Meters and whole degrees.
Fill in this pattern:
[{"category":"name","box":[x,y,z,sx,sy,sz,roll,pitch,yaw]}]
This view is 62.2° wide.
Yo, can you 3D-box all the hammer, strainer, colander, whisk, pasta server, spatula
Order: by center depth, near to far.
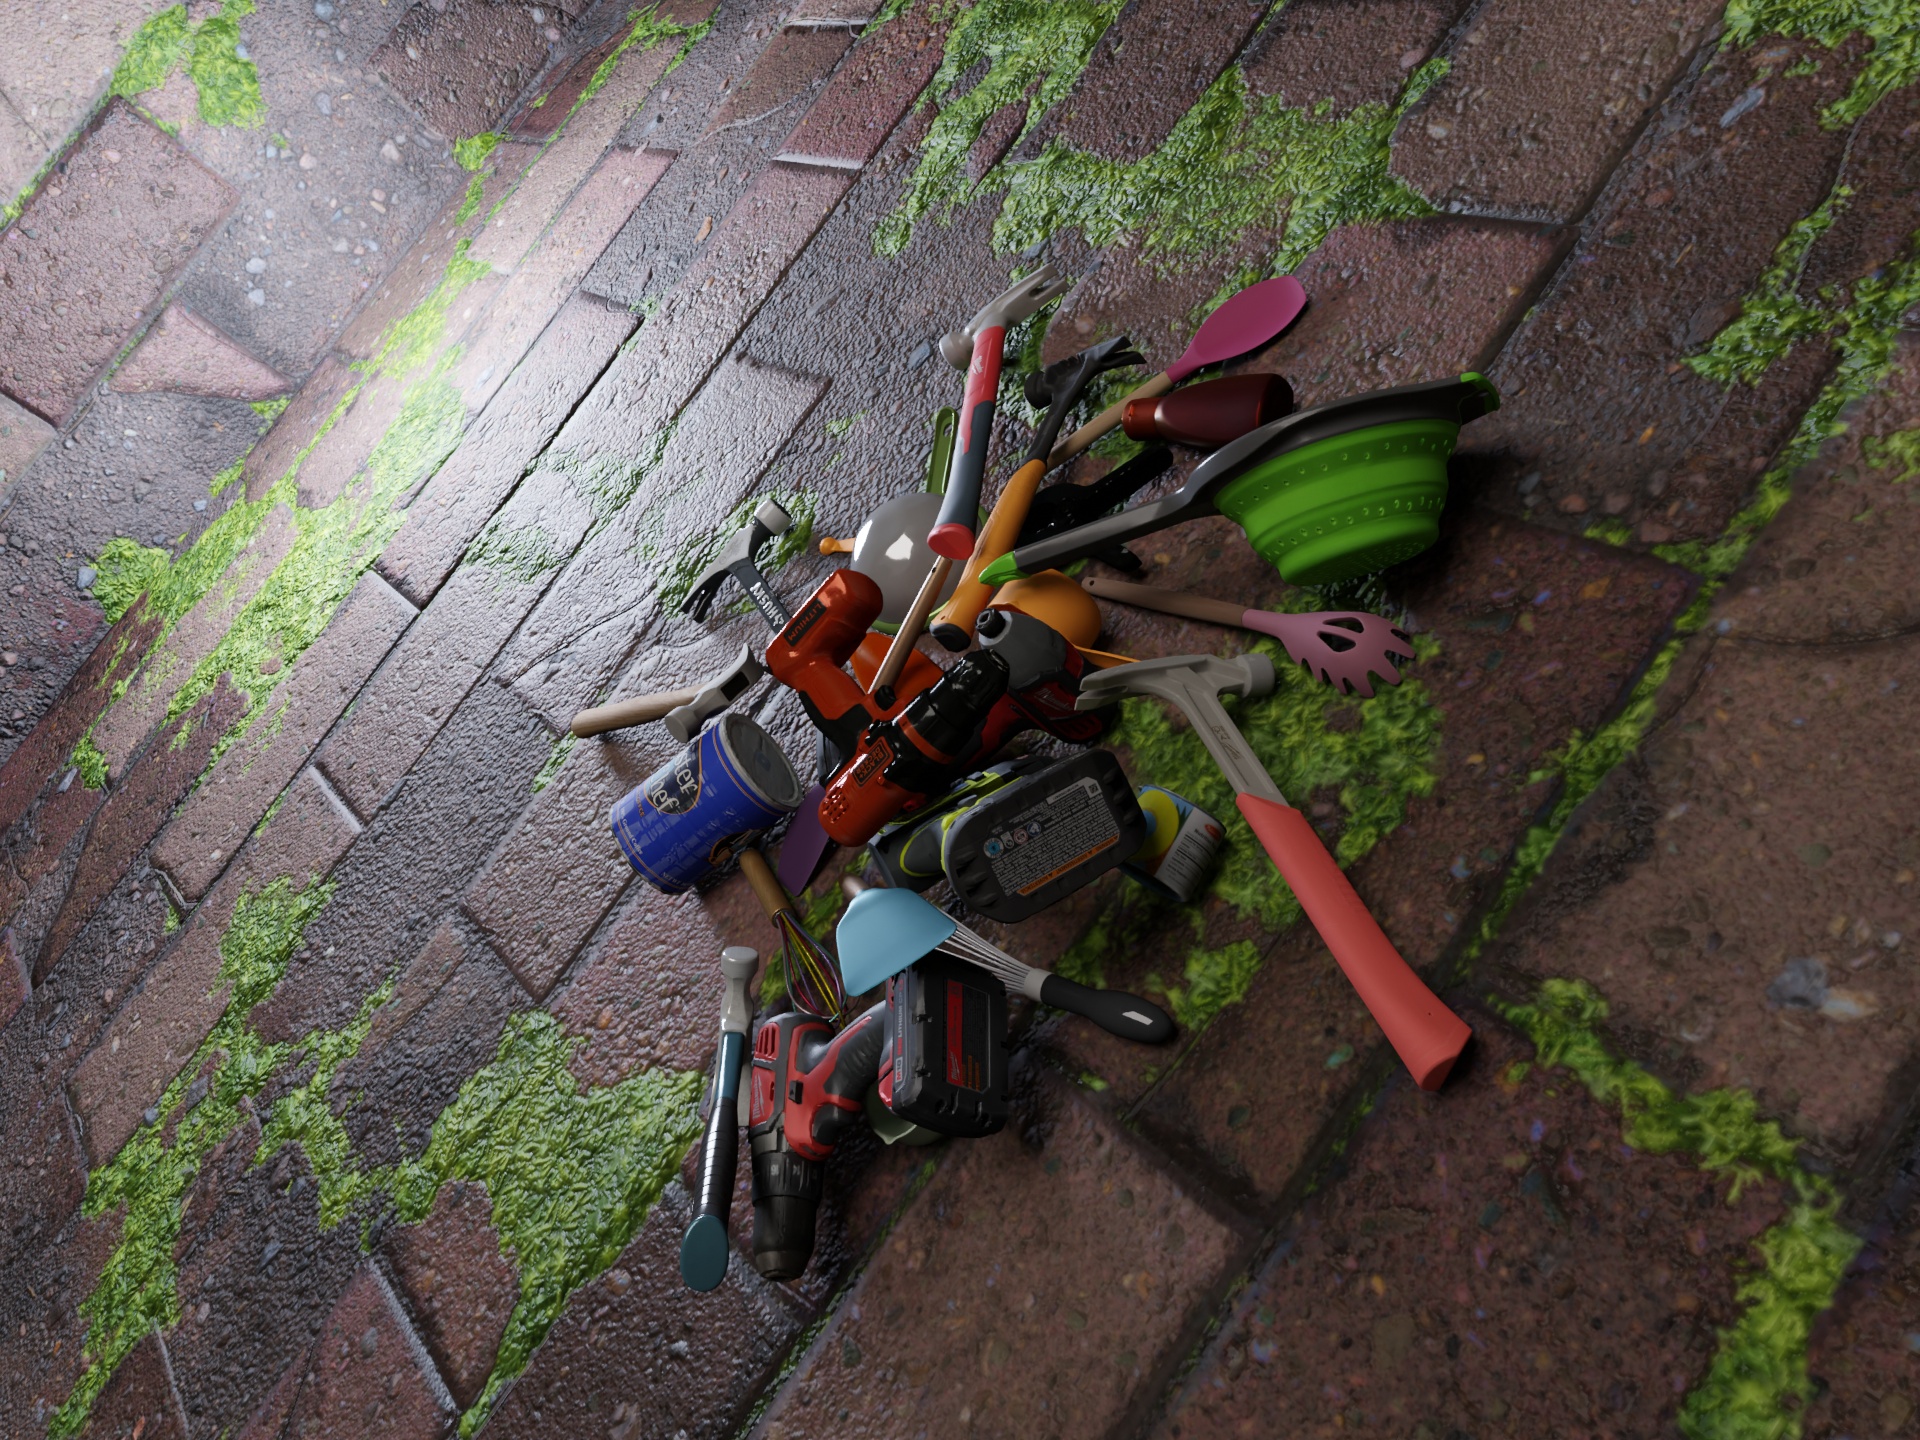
[{"category":"hammer","box":[0.207,0.083,1.025,0.149,0.036,0.360,-9,45,-19]},{"category":"hammer","box":[-0.168,0.285,1.126,0.331,0.033,0.128,-104,19,-74]},{"category":"whisk","box":[0.034,0.182,1.140,0.285,0.070,0.070,12,69,40]},{"category":"colander","box":[0.199,-0.130,1.149,0.397,0.204,0.094,-18,81,25]},{"category":"spatula","box":[-0.068,0.139,1.166,0.082,0.044,0.317,-32,4,-7]},{"category":"pasta server","box":[0.202,-0.077,1.205,0.316,0.040,0.060,19,74,51]},{"category":"whisk","box":[-0.139,0.178,1.306,0.051,0.047,0.245,-48,36,4]},{"category":"spatula","box":[-0.083,0.003,1.343,0.060,0.018,0.316,39,106,49]},{"category":"hammer","box":[0.056,-0.196,1.364,0.127,0.034,0.337,-13,44,46]},{"category":"hammer","box":[0.027,-0.280,1.437,0.143,0.038,0.387,-30,32,29]},{"category":"strainer","box":[-0.041,-0.202,1.473,0.151,0.069,0.257,-12,56,32]},{"category":"hammer","box":[-0.161,-0.069,1.513,0.149,0.036,0.409,-45,41,7]},{"category":"hammer","box":[-0.295,-0.014,1.538,0.130,0.031,0.331,-42,19,-32]}]

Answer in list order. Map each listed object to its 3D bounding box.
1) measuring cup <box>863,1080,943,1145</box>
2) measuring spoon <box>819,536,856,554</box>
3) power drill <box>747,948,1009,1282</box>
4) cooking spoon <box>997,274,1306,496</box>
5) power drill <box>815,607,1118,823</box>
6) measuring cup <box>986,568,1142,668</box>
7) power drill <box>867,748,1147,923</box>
[{"category":"measuring cup","box":[-0.059,0.273,1.168,0.167,0.038,0.083,-15,56,48]},{"category":"measuring spoon","box":[-0.096,-0.175,1.551,0.117,0.011,0.021,1,61,41]},{"category":"power drill","box":[-0.070,0.269,1.086,0.226,0.080,0.188,-33,44,39]},{"category":"cooking spoon","box":[0.163,-0.287,1.401,0.319,0.017,0.069,-33,50,18]},{"category":"power drill","box":[-0.002,-0.004,1.242,0.219,0.143,0.079,-29,42,26]},{"category":"measuring cup","box":[0.102,-0.073,1.252,0.174,0.095,0.052,19,66,37]},{"category":"power drill","box":[0.037,0.071,1.126,0.171,0.080,0.223,-28,7,-13]}]
